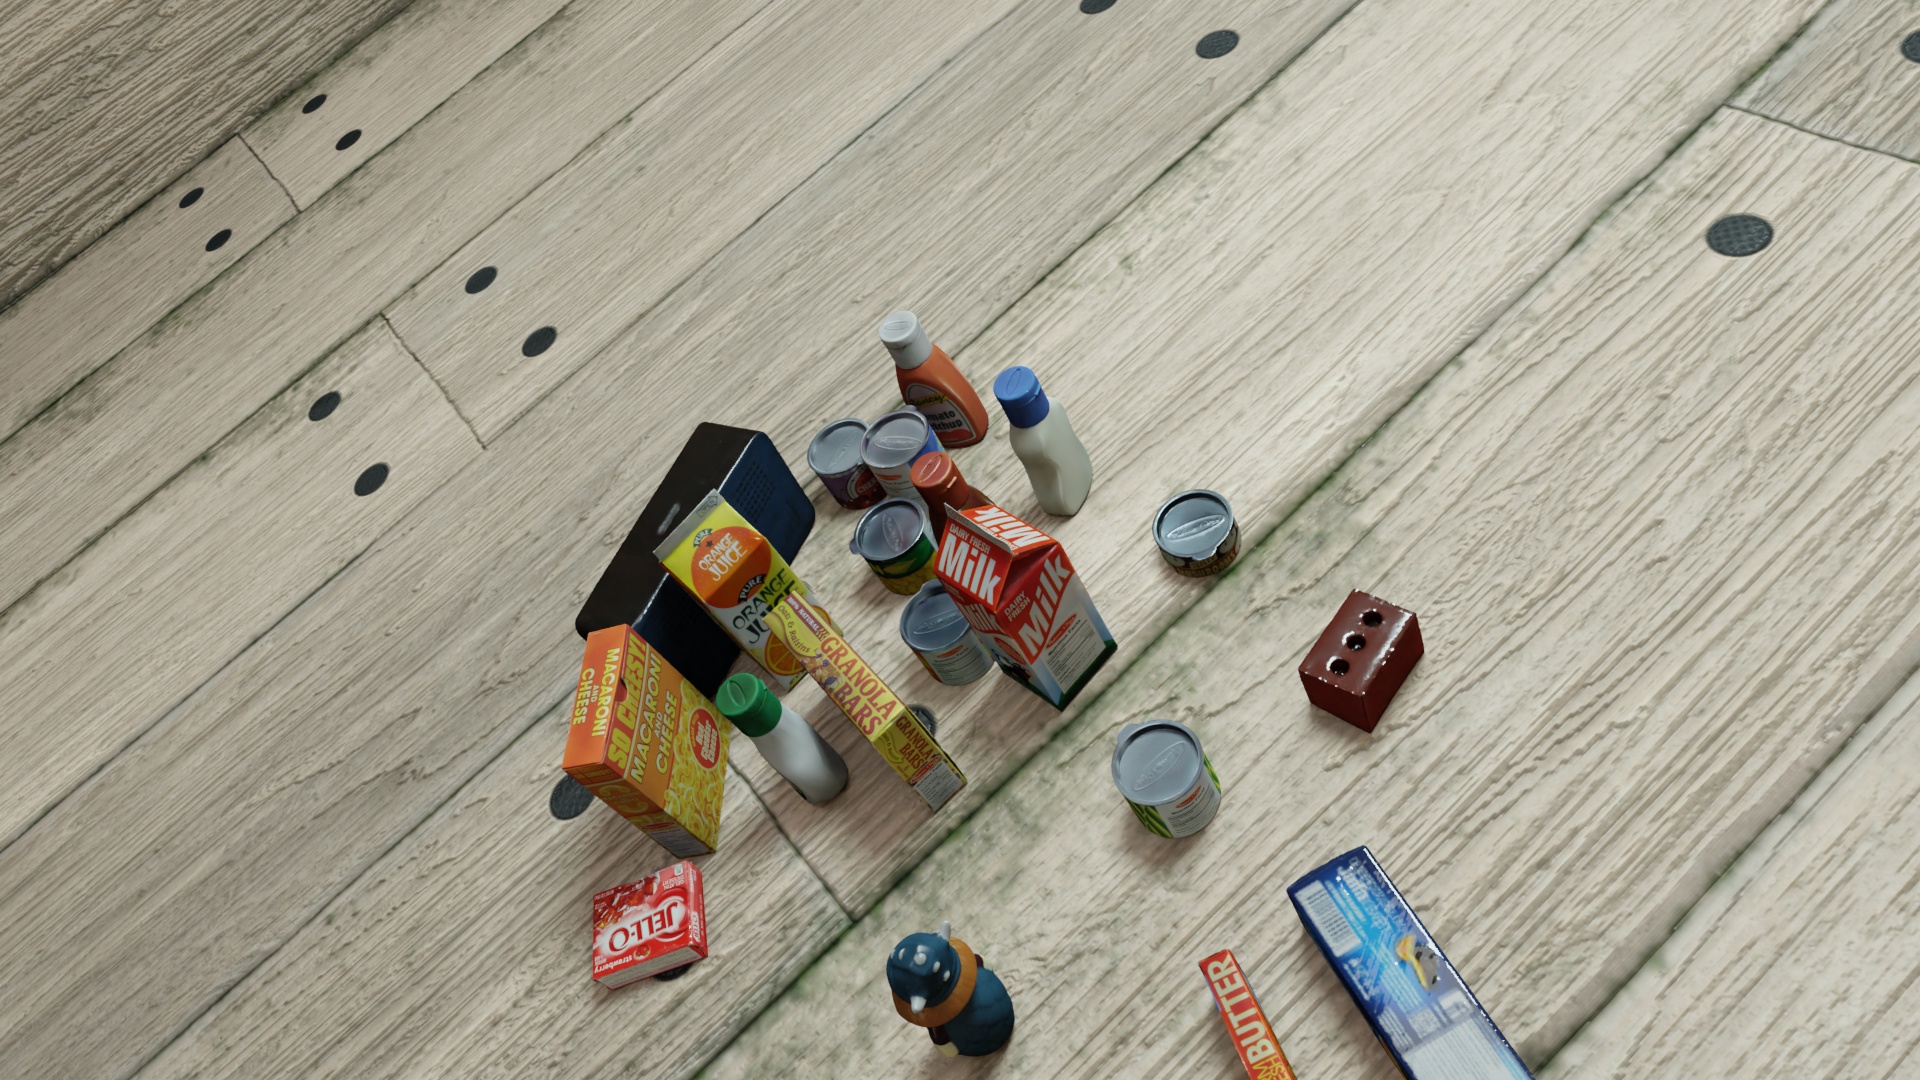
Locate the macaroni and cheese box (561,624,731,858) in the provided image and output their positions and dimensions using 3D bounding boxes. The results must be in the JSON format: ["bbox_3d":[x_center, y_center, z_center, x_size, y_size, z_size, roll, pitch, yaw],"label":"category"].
[{"bbox_3d":[-0.244,0.162,1.109,0.040,0.166,0.124,-13,50,17],"label":"macaroni and cheese box"}]

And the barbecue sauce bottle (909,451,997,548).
[{"bbox_3d":[0.004,-0.014,1.136,0.044,0.148,0.065,24,68,37],"label":"barbecue sauce bottle"}]

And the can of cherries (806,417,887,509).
[{"bbox_3d":[-0.099,-0.070,1.290,0.071,0.058,0.072,-13,50,17],"label":"can of cherries"}]

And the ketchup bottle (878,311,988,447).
[{"bbox_3d":[-0.028,-0.144,1.252,0.064,0.148,0.044,-2,55,25],"label":"ketchup bottle"}]

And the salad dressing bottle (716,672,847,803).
[{"bbox_3d":[-0.138,0.153,1.077,0.044,0.147,0.064,-36,48,-3],"label":"salad dressing bottle"}]

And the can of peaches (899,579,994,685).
[{"bbox_3d":[-0.009,0.075,1.134,0.071,0.058,0.071,-13,50,17],"label":"can of peaches"}]

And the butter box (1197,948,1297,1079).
[{"bbox_3d":[0.183,0.310,0.862,0.024,0.053,0.104,-28,48,5],"label":"butter box"}]

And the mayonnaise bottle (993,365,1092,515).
[{"bbox_3d":[0.069,-0.085,1.160,0.041,0.147,0.065,5,58,29],"label":"mayonnaise bottle"}]

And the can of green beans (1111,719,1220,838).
[{"bbox_3d":[0.147,0.169,0.986,0.071,0.057,0.071,-13,50,17],"label":"can of green beans"}]

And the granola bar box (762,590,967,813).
[{"bbox_3d":[-0.075,0.124,1.084,0.039,0.123,0.166,-42,48,-8],"label":"granola bar box"}]

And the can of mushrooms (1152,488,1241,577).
[{"bbox_3d":[0.190,-0.004,1.115,0.071,0.033,0.071,-13,50,17],"label":"can of mushrooms"}]

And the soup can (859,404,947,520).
[{"bbox_3d":[-0.042,-0.068,1.244,0.071,0.083,0.072,-13,51,17],"label":"soup can"}]

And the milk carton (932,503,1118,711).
[{"bbox_3d":[0.045,0.042,1.045,0.073,0.189,0.072,-47,49,-13],"label":"milk carton"}]

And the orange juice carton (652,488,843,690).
[{"bbox_3d":[-0.181,0.038,1.156,0.072,0.192,0.073,-47,49,-12],"label":"orange juice carton"}]

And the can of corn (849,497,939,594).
[{"bbox_3d":[-0.053,0.007,1.209,0.071,0.058,0.071,-13,50,17],"label":"can of corn"}]
